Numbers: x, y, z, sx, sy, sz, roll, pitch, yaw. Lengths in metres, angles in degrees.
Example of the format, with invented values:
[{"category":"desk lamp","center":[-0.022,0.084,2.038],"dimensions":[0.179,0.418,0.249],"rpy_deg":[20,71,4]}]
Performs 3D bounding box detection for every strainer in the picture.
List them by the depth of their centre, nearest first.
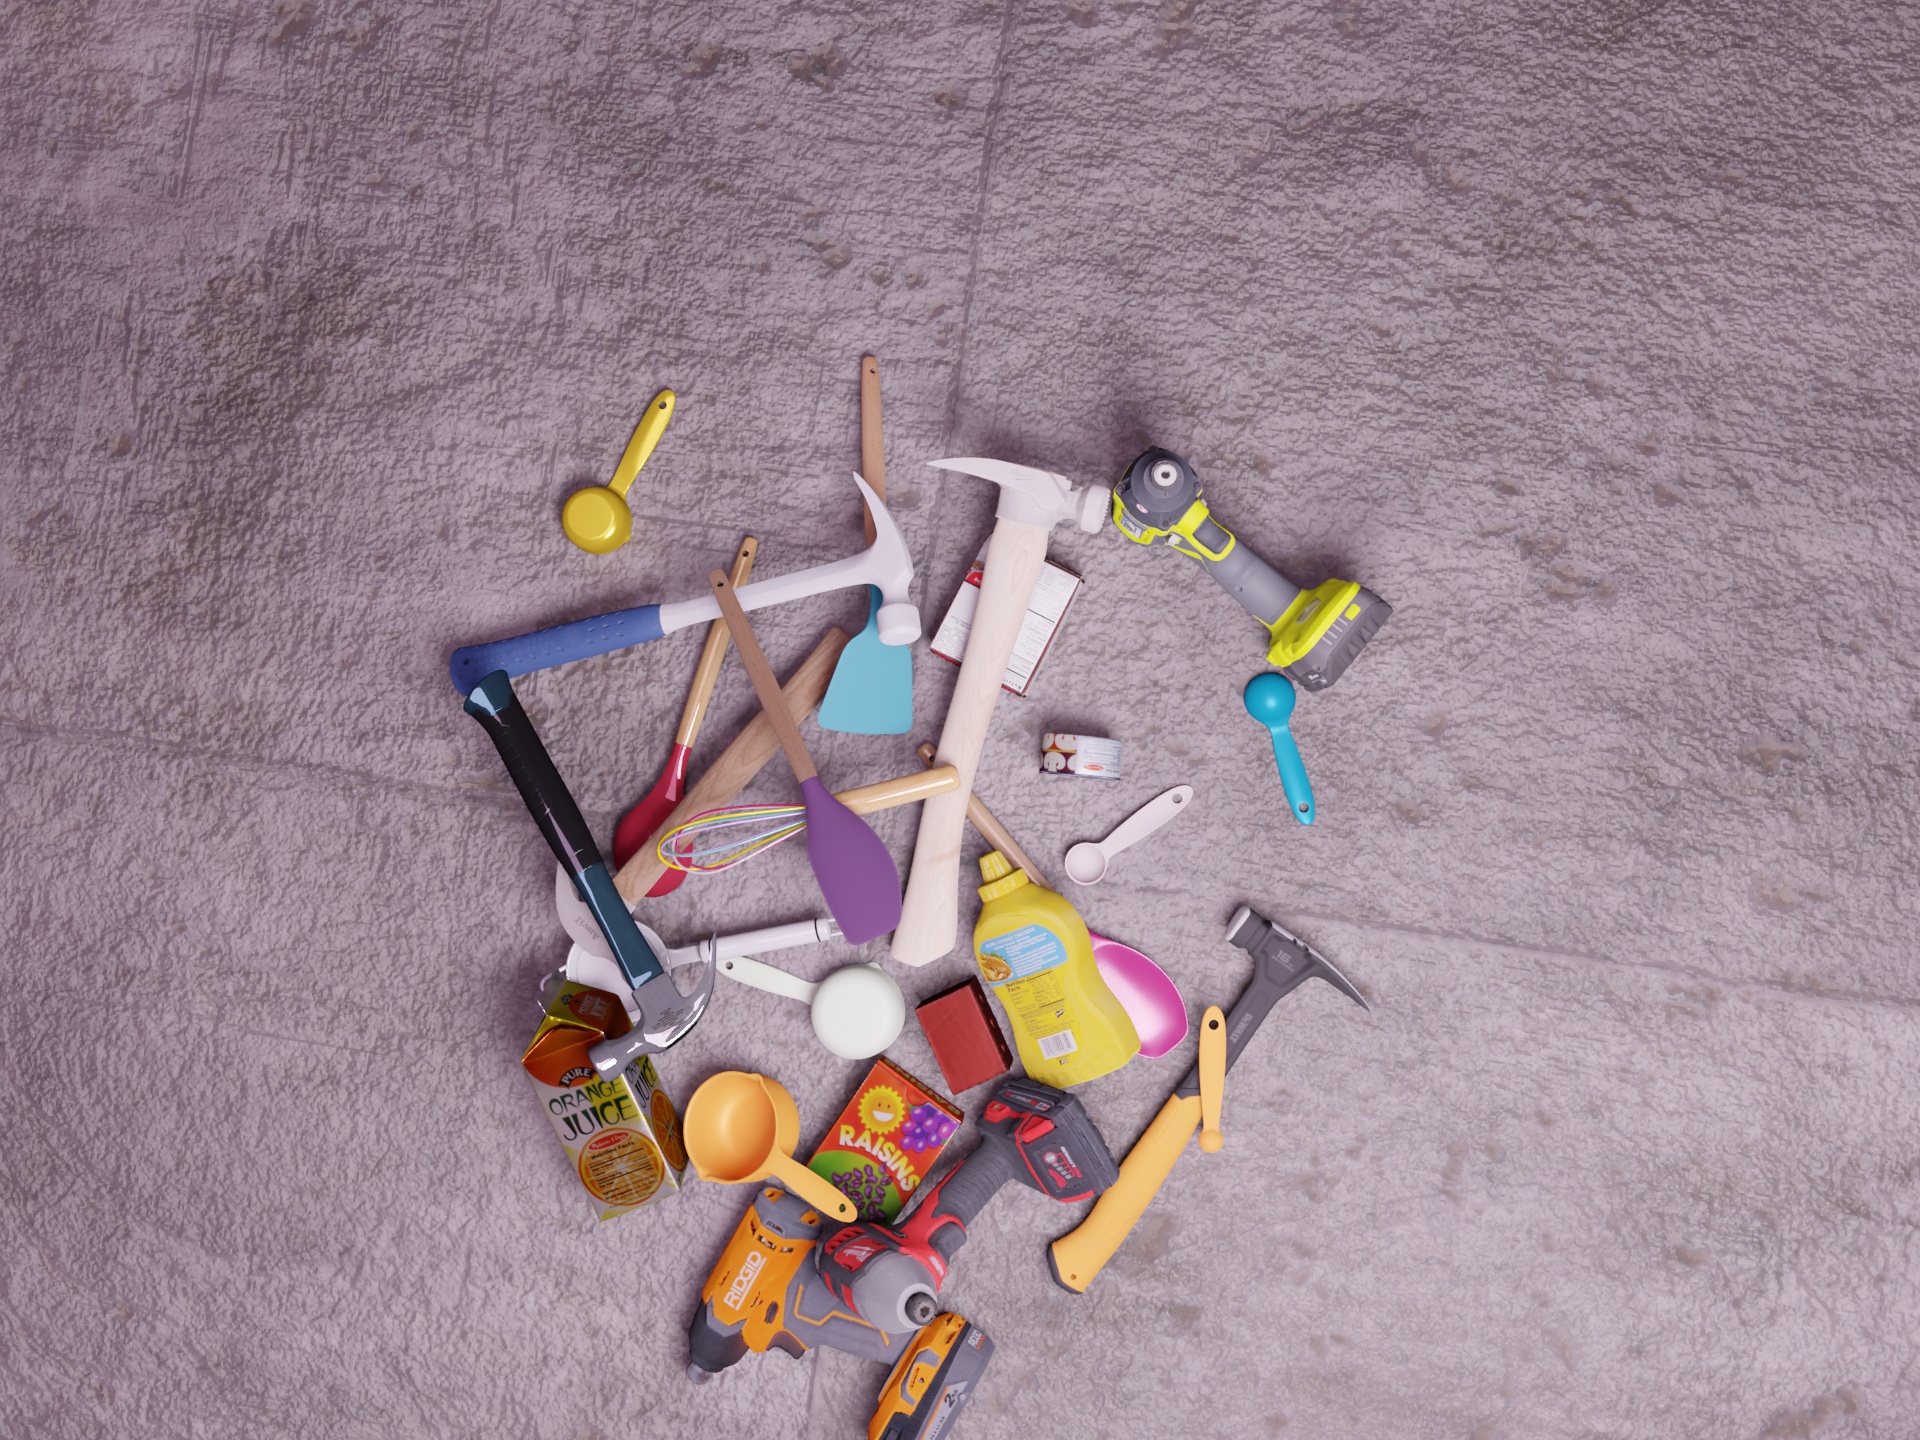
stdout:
[{"category":"strainer","center":[-0.215,0.192,1.308],"dimensions":[0.258,0.050,0.087],"rpy_deg":[-11,89,5]}]

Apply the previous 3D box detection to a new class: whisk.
[{"category":"whisk","center":[-0.119,0.076,1.255],"dimensions":[0.245,0.051,0.047],"rpy_deg":[-14,105,0]}]

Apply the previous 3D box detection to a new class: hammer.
[{"category":"hammer","center":[-0.300,0.107,1.246],"dimensions":[0.128,0.033,0.331],"rpy_deg":[-28,79,-16]},{"category":"hammer","center":[0.183,0.319,1.269],"dimensions":[0.127,0.034,0.337],"rpy_deg":[35,93,-1]},{"category":"hammer","center":[-0.002,-0.004,1.276],"dimensions":[0.146,0.038,0.410],"rpy_deg":[16,98,9]},{"category":"hammer","center":[-0.201,0.053,1.299],"dimensions":[0.130,0.031,0.331],"rpy_deg":[40,82,5]},{"category":"hammer","center":[-0.233,-0.091,1.304],"dimensions":[0.405,0.035,0.144],"rpy_deg":[-13,72,14]}]

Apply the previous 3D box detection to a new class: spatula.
[{"category":"spatula","center":[-0.126,0.022,1.232],"dimensions":[0.060,0.018,0.316],"rpy_deg":[-24,80,-9]},{"category":"spatula","center":[-0.076,-0.149,1.315],"dimensions":[0.082,0.044,0.318],"rpy_deg":[4,76,-23]}]

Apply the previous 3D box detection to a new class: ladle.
[{"category":"ladle","center":[-0.223,-0.004,1.334],"dimensions":[0.069,0.031,0.315],"rpy_deg":[17,87,4]}]

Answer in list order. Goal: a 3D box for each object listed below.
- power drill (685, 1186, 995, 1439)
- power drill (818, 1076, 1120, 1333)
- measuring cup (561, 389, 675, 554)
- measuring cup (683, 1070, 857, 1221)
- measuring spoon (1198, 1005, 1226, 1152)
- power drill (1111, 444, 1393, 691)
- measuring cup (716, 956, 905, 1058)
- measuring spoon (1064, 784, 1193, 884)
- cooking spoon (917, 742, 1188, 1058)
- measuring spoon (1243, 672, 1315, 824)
[{"category":"power drill","center":[-0.105,0.502,1.270],"dimensions":[0.226,0.084,0.164],"rpy_deg":[30,91,11]},{"category":"power drill","center":[0.005,0.372,1.200],"dimensions":[0.219,0.143,0.078],"rpy_deg":[-35,102,-23]},{"category":"measuring cup","center":[-0.286,-0.214,1.347],"dimensions":[0.062,0.029,0.156],"rpy_deg":[30,92,6]},{"category":"measuring cup","center":[-0.141,0.348,1.270],"dimensions":[0.174,0.052,0.095],"rpy_deg":[28,89,26]},{"category":"measuring spoon","center":[0.197,0.281,1.243],"dimensions":[0.021,0.011,0.117],"rpy_deg":[1,93,1]},{"category":"power drill","center":[0.215,-0.122,1.226],"dimensions":[0.223,0.171,0.080],"rpy_deg":[39,90,3]},{"category":"measuring cup","center":[-0.128,0.225,1.305],"dimensions":[0.167,0.038,0.083],"rpy_deg":[18,89,5]},{"category":"measuring spoon","center":[0.139,0.092,1.301],"dimensions":[0.124,0.018,0.034],"rpy_deg":[-35,83,-4]},{"category":"cooking spoon","center":[0.070,0.143,1.301],"dimensions":[0.069,0.017,0.319],"rpy_deg":[-40,85,5]},{"category":"measuring spoon","center":[0.264,0.023,1.285],"dimensions":[0.042,0.021,0.129],"rpy_deg":[-17,84,5]}]
